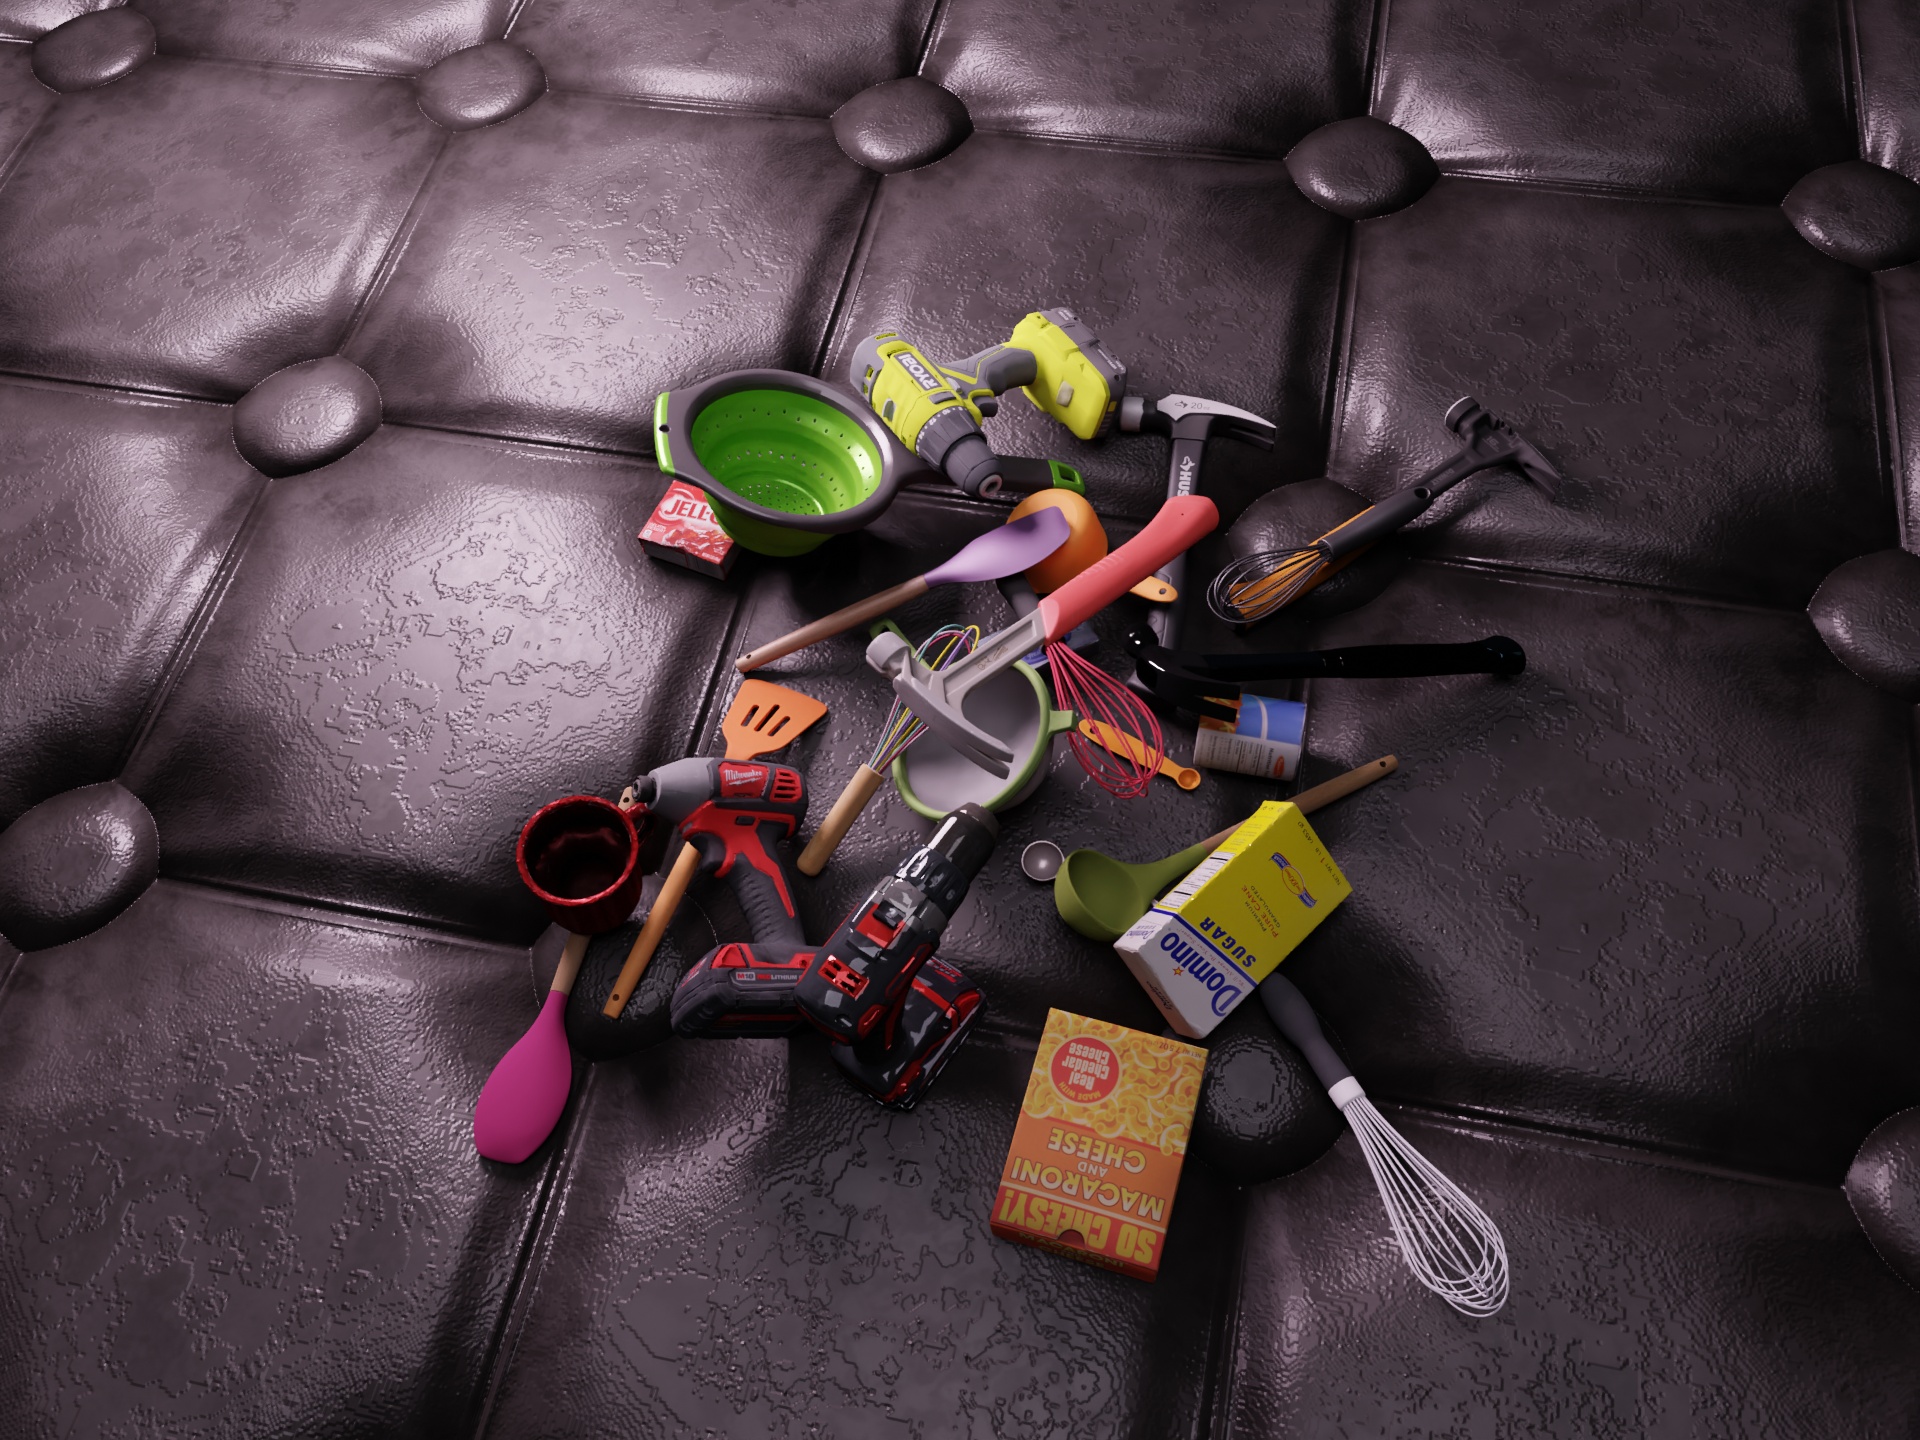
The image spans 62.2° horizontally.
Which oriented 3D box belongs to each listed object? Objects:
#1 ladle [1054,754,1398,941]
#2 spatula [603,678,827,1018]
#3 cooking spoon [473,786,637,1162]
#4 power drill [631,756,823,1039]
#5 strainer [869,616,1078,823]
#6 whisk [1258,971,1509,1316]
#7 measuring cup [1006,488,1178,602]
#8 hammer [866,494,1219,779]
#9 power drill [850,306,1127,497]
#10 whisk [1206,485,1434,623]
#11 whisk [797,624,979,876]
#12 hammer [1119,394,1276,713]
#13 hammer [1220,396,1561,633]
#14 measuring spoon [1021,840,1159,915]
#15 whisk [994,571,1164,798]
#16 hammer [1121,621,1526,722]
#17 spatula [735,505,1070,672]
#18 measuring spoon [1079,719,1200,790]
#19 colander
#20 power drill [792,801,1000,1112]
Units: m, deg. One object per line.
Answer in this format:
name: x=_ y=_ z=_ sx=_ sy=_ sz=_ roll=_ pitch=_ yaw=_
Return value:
ladle: x=0.218 y=0.089 z=1.266 sx=0.320 sy=0.062 sz=0.078 roll=-23 pitch=67 yaw=-15
spatula: x=-0.212 y=0.100 z=1.316 sx=0.081 sy=0.041 sz=0.323 roll=19 pitch=67 yaw=13
cooking spoon: x=-0.312 y=0.194 z=1.269 sx=0.069 sy=0.017 sz=0.319 roll=8 pitch=61 yaw=12
power drill: x=-0.177 y=0.129 z=1.229 sx=0.143 sy=0.078 sz=0.220 roll=8 pitch=56 yaw=-35
strainer: x=-0.002 y=-0.004 z=1.344 sx=0.151 sy=0.069 sz=0.257 roll=-45 pitch=46 yaw=6
whisk: x=0.298 y=0.298 z=1.150 sx=0.070 sy=0.070 sz=0.285 roll=-26 pitch=56 yaw=-11
measuring cup: x=0.113 y=-0.148 z=1.393 sx=0.174 sy=0.052 sz=0.095 roll=27 pitch=74 yaw=35
hammer: x=0.099 y=-0.090 z=1.292 sx=0.149 sy=0.036 sz=0.359 roll=40 pitch=54 yaw=21
power drill: x=0.038 y=-0.290 z=1.447 sx=0.228 sy=0.080 sz=0.191 roll=-21 pitch=58 yaw=-32
whisk: x=0.314 y=-0.148 z=1.372 sx=0.239 sy=0.055 sz=0.055 roll=-28 pitch=62 yaw=-16
whisk: x=-0.058 y=0.023 z=1.293 sx=0.047 sy=0.051 sz=0.245 roll=35 pitch=90 yaw=37
hammer: x=0.198 y=-0.154 z=1.426 sx=0.146 sy=0.035 sz=0.335 roll=7 pitch=61 yaw=8
hammer: x=0.375 y=-0.169 z=1.423 sx=0.337 sy=0.034 sz=0.127 roll=-32 pitch=62 yaw=-14
measuring spoon: x=0.107 y=0.134 z=1.281 sx=0.124 sy=0.018 sz=0.034 roll=23 pitch=67 yaw=9
whisk: x=0.087 y=-0.050 z=1.330 sx=0.073 sy=0.073 sz=0.296 roll=-24 pitch=55 yaw=-10
hammer: x=0.309 y=-0.048 z=1.319 sx=0.331 sy=0.033 sz=0.128 roll=-3 pitch=29 yaw=-11
spatula: x=-0.052 y=-0.108 z=1.385 sx=0.316 sy=0.018 sz=0.060 roll=-23 pitch=50 yaw=6
measuring spoon: x=0.150 y=0.029 z=1.339 sx=0.117 sy=0.011 sz=0.021 roll=28 pitch=66 yaw=22
colander: x=-0.083 y=-0.210 z=1.448 sx=0.397 sy=0.094 sz=0.205 roll=3 pitch=49 yaw=-17
power drill: x=-0.033 y=0.171 z=1.142 sx=0.080 sy=0.226 sz=0.188 roll=31 pitch=67 yaw=19
